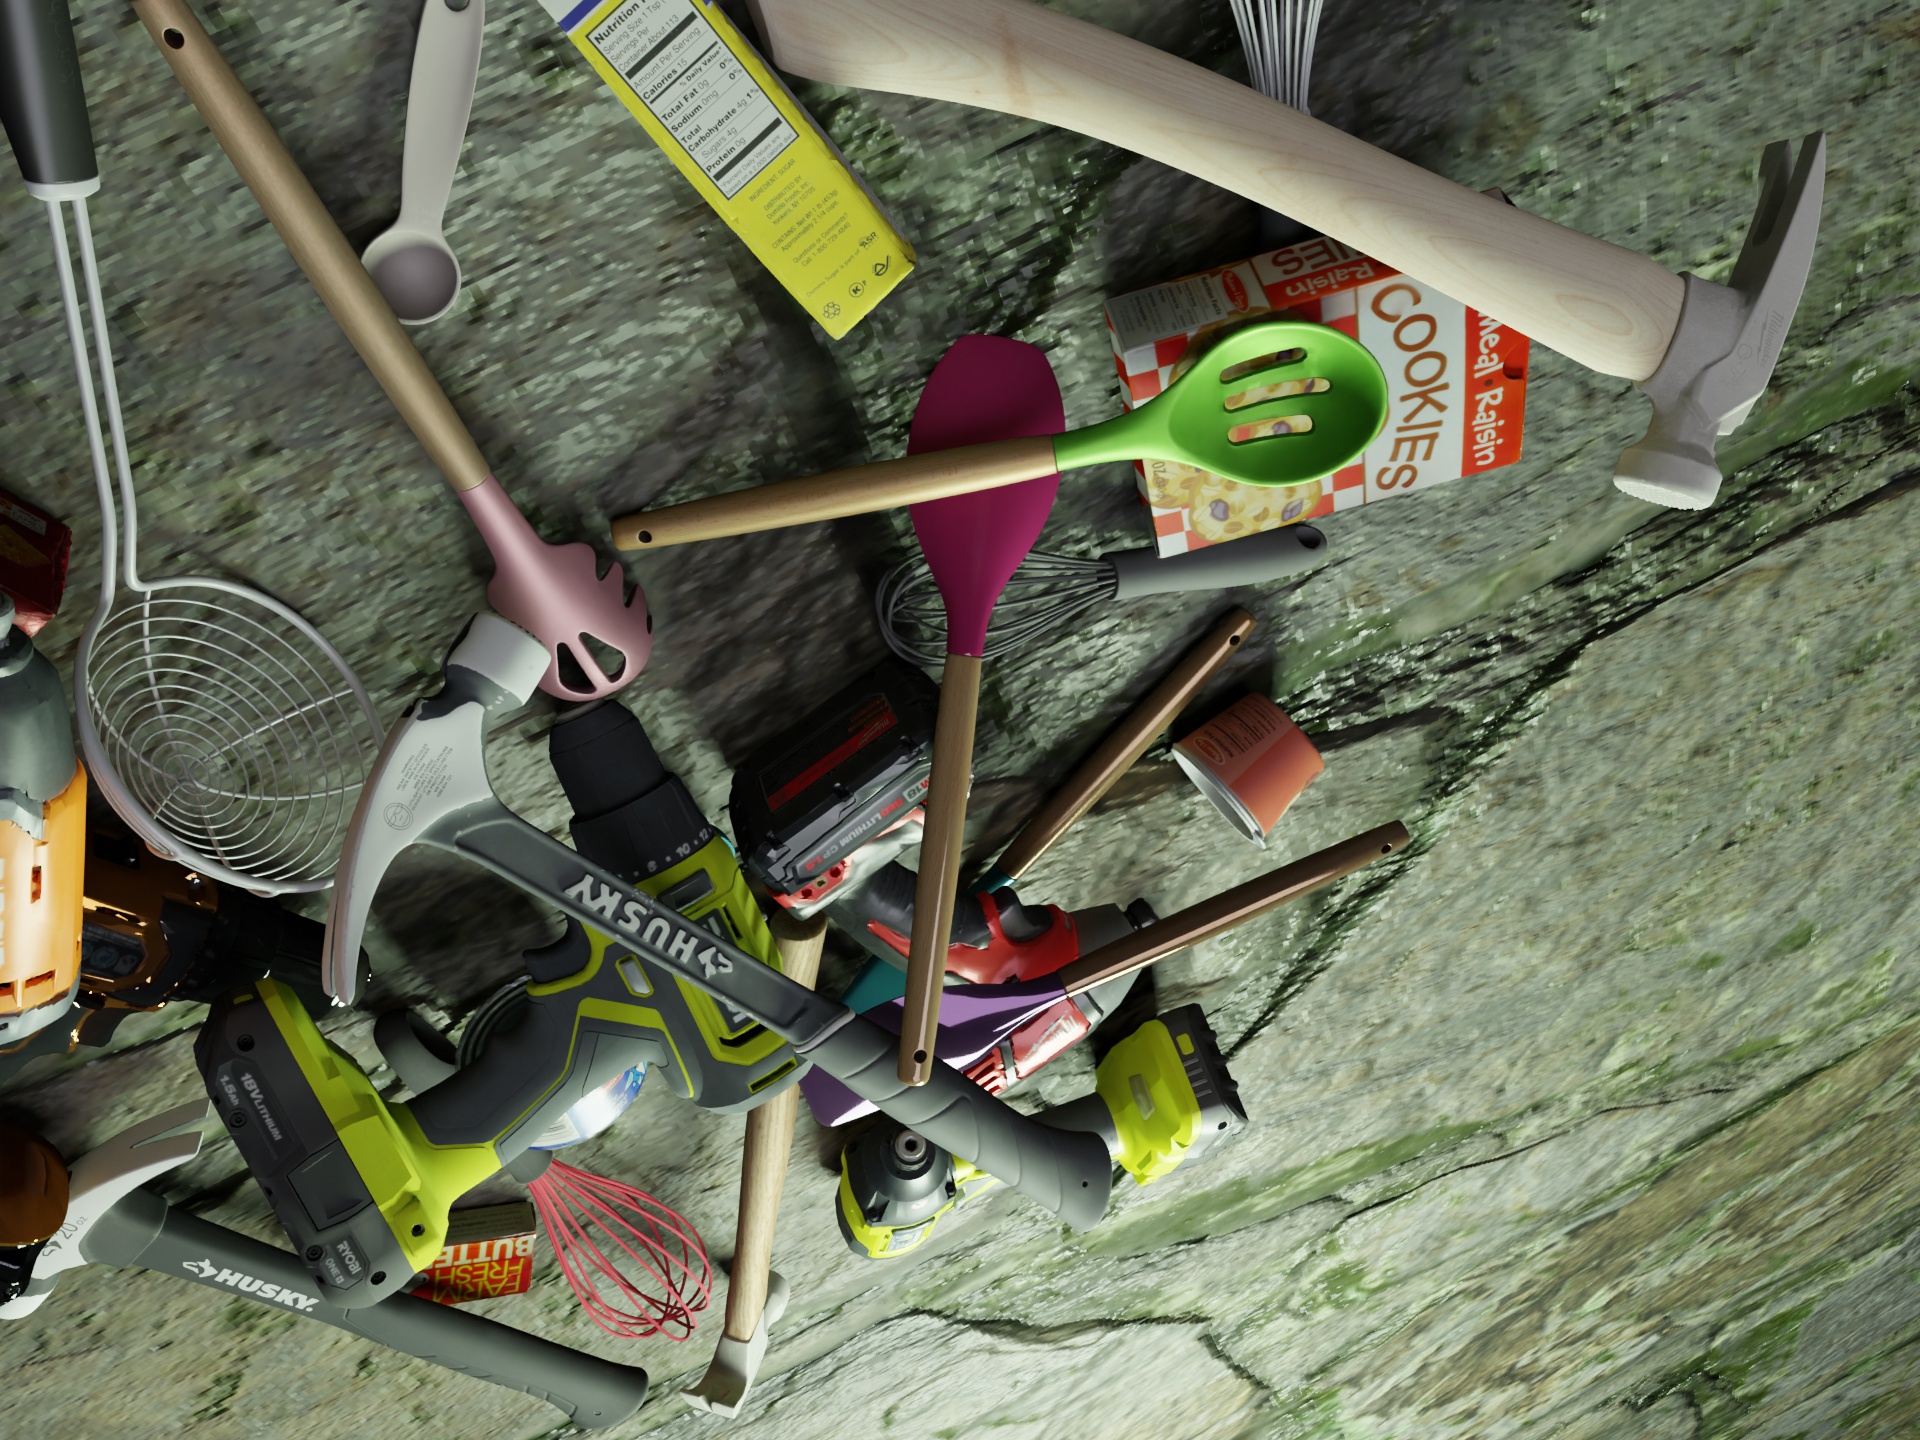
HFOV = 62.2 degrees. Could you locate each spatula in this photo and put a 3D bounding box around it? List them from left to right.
[{"bbox_3d":[0.046,0.067,0.828,0.082,0.044,0.317,34,106,-29],"label":"spatula"},{"bbox_3d":[0.071,0.114,0.759,0.316,0.018,0.059,-23,121,-5],"label":"spatula"}]

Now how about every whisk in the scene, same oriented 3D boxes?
[{"bbox_3d":[-0.213,0.243,0.835,0.073,0.073,0.295,-30,127,-1],"label":"whisk"},{"bbox_3d":[0.071,-0.065,0.738,0.239,0.055,0.055,-11,129,-22],"label":"whisk"},{"bbox_3d":[0.123,-0.256,0.608,0.070,0.070,0.284,-23,137,-8],"label":"whisk"}]

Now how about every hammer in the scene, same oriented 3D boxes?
[{"bbox_3d":[-0.300,0.298,0.814,0.334,0.035,0.146,35,110,-31],"label":"hammer"},{"bbox_3d":[-0.108,0.246,0.868,0.031,0.130,0.331,13,116,5],"label":"hammer"},{"bbox_3d":[-0.074,0.128,0.675,0.408,0.036,0.149,38,70,-30],"label":"hammer"},{"bbox_3d":[0.125,-0.207,0.571,0.410,0.038,0.146,17,96,-15],"label":"hammer"}]

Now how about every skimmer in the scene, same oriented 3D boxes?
[{"bbox_3d":[-0.254,-0.109,0.518,0.090,0.127,0.363,9,120,7],"label":"skimmer"}]

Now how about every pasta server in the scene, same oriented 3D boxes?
[{"bbox_3d":[-0.190,-0.112,0.571,0.060,0.040,0.315,-27,135,-3],"label":"pasta server"}]

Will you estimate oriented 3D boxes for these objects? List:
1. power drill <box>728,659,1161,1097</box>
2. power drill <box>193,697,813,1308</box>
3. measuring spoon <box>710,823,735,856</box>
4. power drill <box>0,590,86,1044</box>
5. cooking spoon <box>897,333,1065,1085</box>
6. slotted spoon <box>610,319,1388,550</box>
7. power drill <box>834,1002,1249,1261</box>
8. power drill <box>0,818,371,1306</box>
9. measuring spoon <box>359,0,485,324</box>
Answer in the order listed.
[{"bbox_3d":[0.001,0.085,0.770,0.143,0.079,0.219,-35,121,3],"label":"power drill"},{"bbox_3d":[-0.191,0.115,0.670,0.228,0.080,0.190,-29,103,-25],"label":"power drill"},{"bbox_3d":[-0.121,0.087,0.788,0.042,0.021,0.128,-23,141,-4],"label":"measuring spoon"},{"bbox_3d":[-0.390,0.029,0.475,0.226,0.084,0.164,0,123,-32],"label":"power drill"},{"bbox_3d":[-0.001,-0.002,0.672,0.068,0.017,0.319,6,94,-16],"label":"cooking spoon"},{"bbox_3d":[0.012,-0.105,0.640,0.314,0.031,0.070,-11,121,4],"label":"slotted spoon"},{"bbox_3d":[0.042,0.239,0.909,0.223,0.080,0.171,-14,155,-15],"label":"power drill"},{"bbox_3d":[-0.380,0.143,0.668,0.185,0.084,0.226,29,105,-40],"label":"power drill"},{"bbox_3d":[-0.180,-0.197,0.540,0.034,0.018,0.124,5,116,-31],"label":"measuring spoon"}]
